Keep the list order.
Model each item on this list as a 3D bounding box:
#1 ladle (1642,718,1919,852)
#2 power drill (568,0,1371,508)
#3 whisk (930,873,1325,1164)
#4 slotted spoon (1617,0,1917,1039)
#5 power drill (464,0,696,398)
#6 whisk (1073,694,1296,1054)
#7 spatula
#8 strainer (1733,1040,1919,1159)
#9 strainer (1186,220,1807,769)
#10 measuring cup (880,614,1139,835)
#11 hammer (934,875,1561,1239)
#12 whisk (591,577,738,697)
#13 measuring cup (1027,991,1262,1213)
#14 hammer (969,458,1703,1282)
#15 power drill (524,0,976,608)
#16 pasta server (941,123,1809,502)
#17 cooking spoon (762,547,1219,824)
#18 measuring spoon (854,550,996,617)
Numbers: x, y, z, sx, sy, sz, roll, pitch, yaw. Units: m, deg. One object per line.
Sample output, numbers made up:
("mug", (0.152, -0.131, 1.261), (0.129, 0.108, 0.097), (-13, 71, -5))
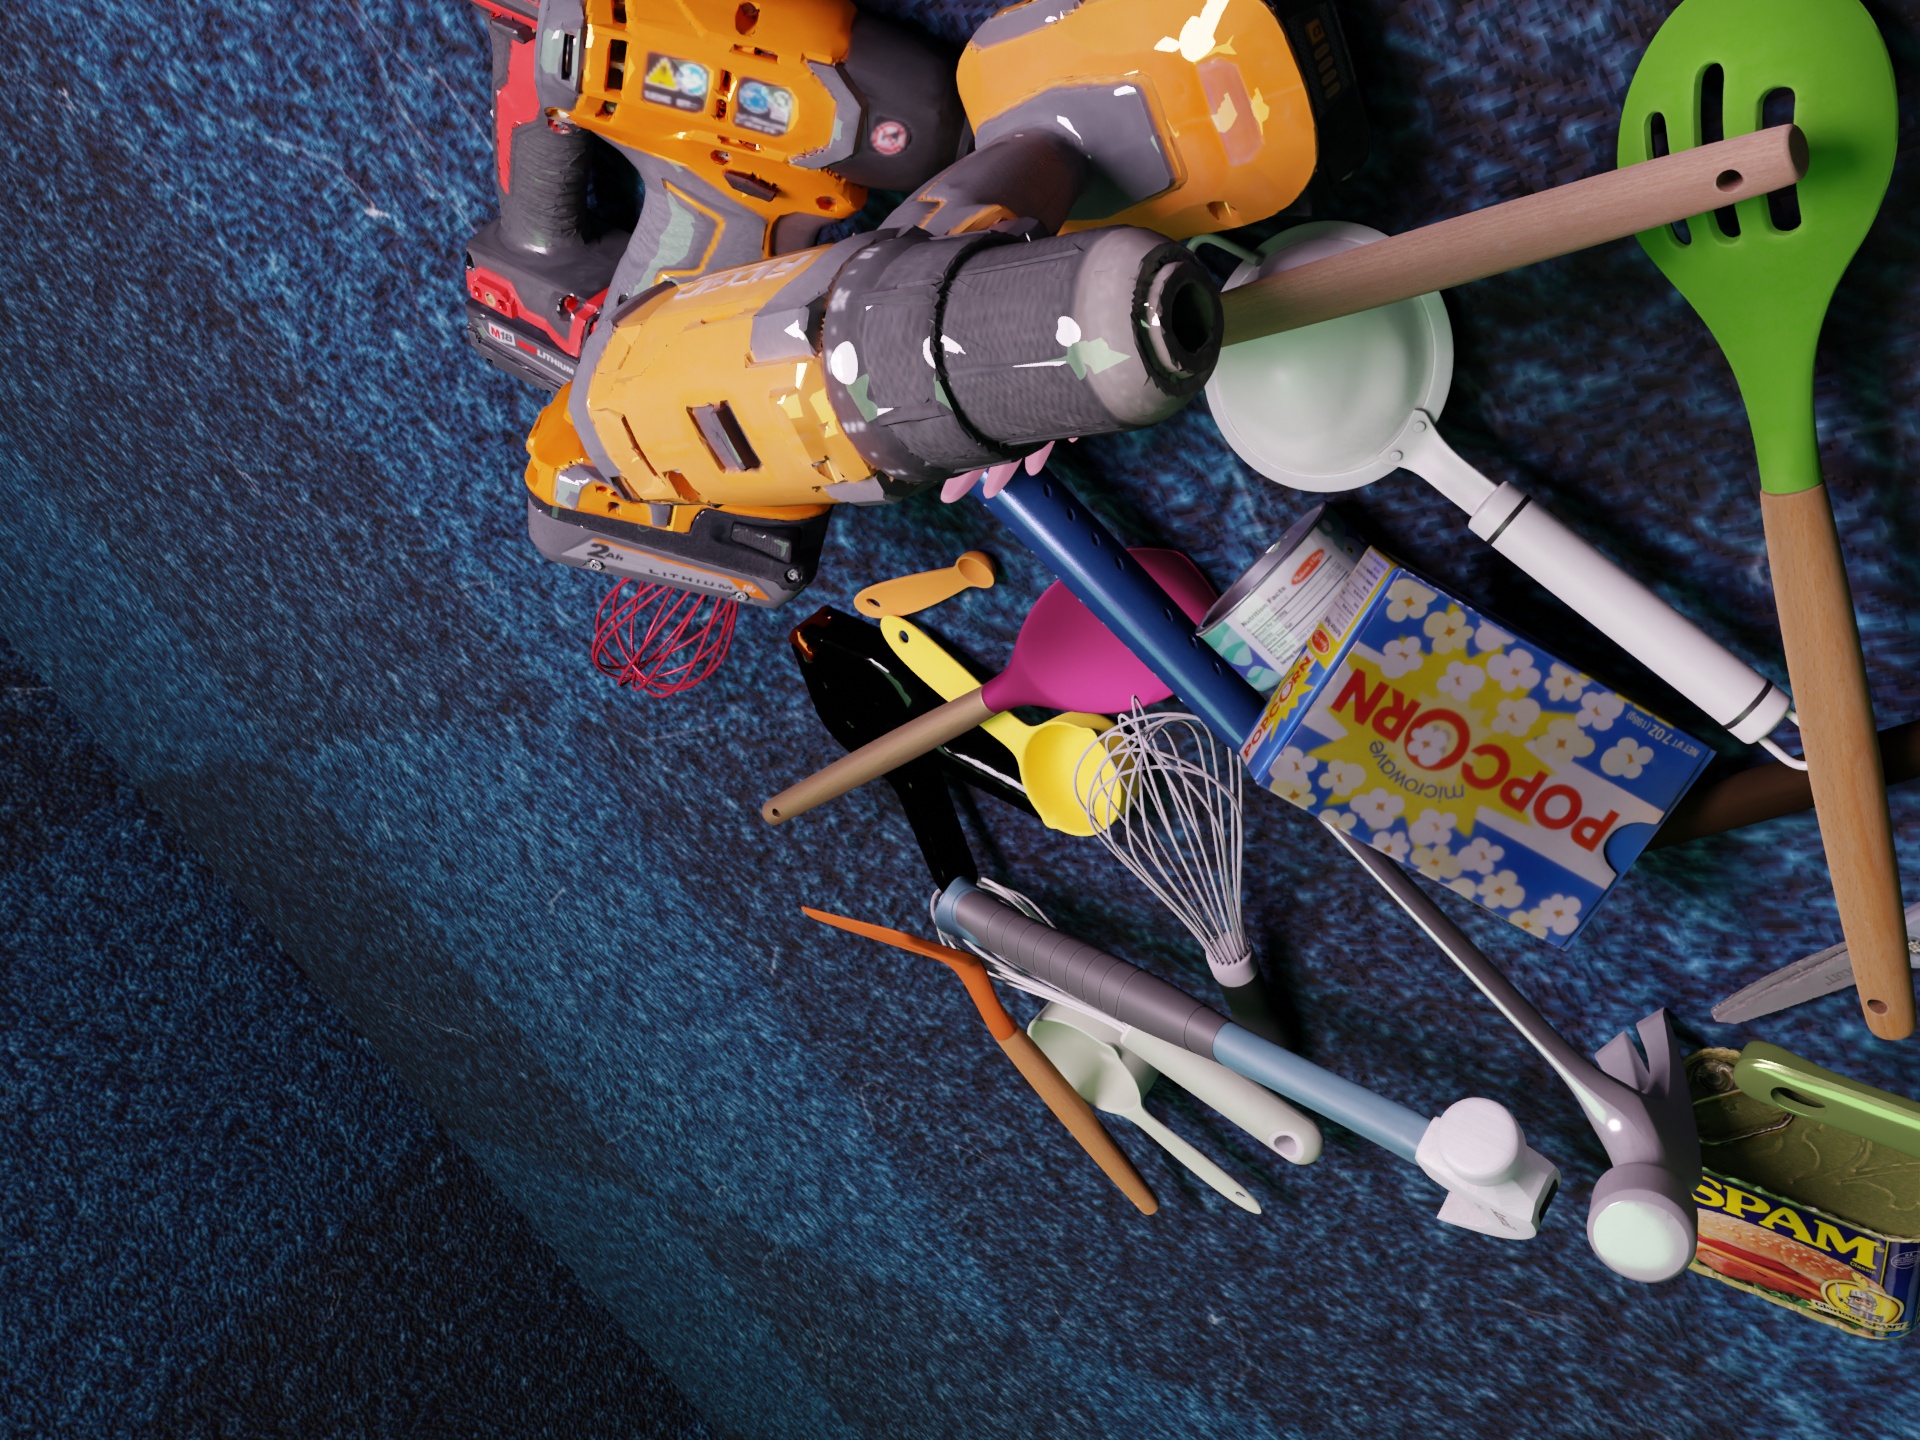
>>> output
("ladle", (0.287, 0.003, 0.477), (0.078, 0.062, 0.320), (49, 155, 0))
("power drill", (0.026, -0.133, 0.420), (0.185, 0.226, 0.084), (4, 131, 45))
("whisk", (0.087, 0.158, 0.852), (0.246, 0.059, 0.057), (33, 126, 16))
("slotted spoon", (0.234, -0.041, 0.436), (0.070, 0.031, 0.313), (8, 125, 53))
("power drill", (-0.150, -0.235, 0.645), (0.143, 0.078, 0.219), (29, 142, 21))
("whisk", (0.119, 0.091, 0.730), (0.070, 0.070, 0.284), (16, 148, 37))
("spatula", (0.031, 0.192, 0.880), (0.081, 0.041, 0.322), (6, 141, 47))
("strainer", (0.382, 0.135, 0.488), (0.256, 0.069, 0.151), (18, 142, 36))
("strainer", (0.162, -0.071, 0.497), (0.258, 0.050, 0.086), (41, 126, 10))
("measuring cup", (0.023, -0.007, 0.761), (0.157, 0.029, 0.062), (40, 131, 23))
("hammer", (0.109, 0.139, 0.713), (0.331, 0.033, 0.128), (22, 162, 41))
("whisk", (-0.117, -0.086, 0.797), (0.073, 0.073, 0.295), (46, 141, -4))
("measuring cup", (0.114, 0.214, 0.907), (0.167, 0.038, 0.083), (40, 148, 1))
("hammer", (0.126, 0.018, 0.606), (0.405, 0.144, 0.035), (47, 118, 7))
("power drill", (-0.077, -0.155, 0.590), (0.164, 0.084, 0.226), (12, 130, -7))
("pasta server", (0.083, -0.118, 0.475), (0.316, 0.040, 0.060), (-3, 128, 50))
("cooking spoon", (-0.001, -0.002, 0.749), (0.319, 0.017, 0.068), (-27, 104, 44))
("measuring spoon", (-0.018, -0.065, 0.756), (0.021, 0.011, 0.117), (44, 153, -21))
